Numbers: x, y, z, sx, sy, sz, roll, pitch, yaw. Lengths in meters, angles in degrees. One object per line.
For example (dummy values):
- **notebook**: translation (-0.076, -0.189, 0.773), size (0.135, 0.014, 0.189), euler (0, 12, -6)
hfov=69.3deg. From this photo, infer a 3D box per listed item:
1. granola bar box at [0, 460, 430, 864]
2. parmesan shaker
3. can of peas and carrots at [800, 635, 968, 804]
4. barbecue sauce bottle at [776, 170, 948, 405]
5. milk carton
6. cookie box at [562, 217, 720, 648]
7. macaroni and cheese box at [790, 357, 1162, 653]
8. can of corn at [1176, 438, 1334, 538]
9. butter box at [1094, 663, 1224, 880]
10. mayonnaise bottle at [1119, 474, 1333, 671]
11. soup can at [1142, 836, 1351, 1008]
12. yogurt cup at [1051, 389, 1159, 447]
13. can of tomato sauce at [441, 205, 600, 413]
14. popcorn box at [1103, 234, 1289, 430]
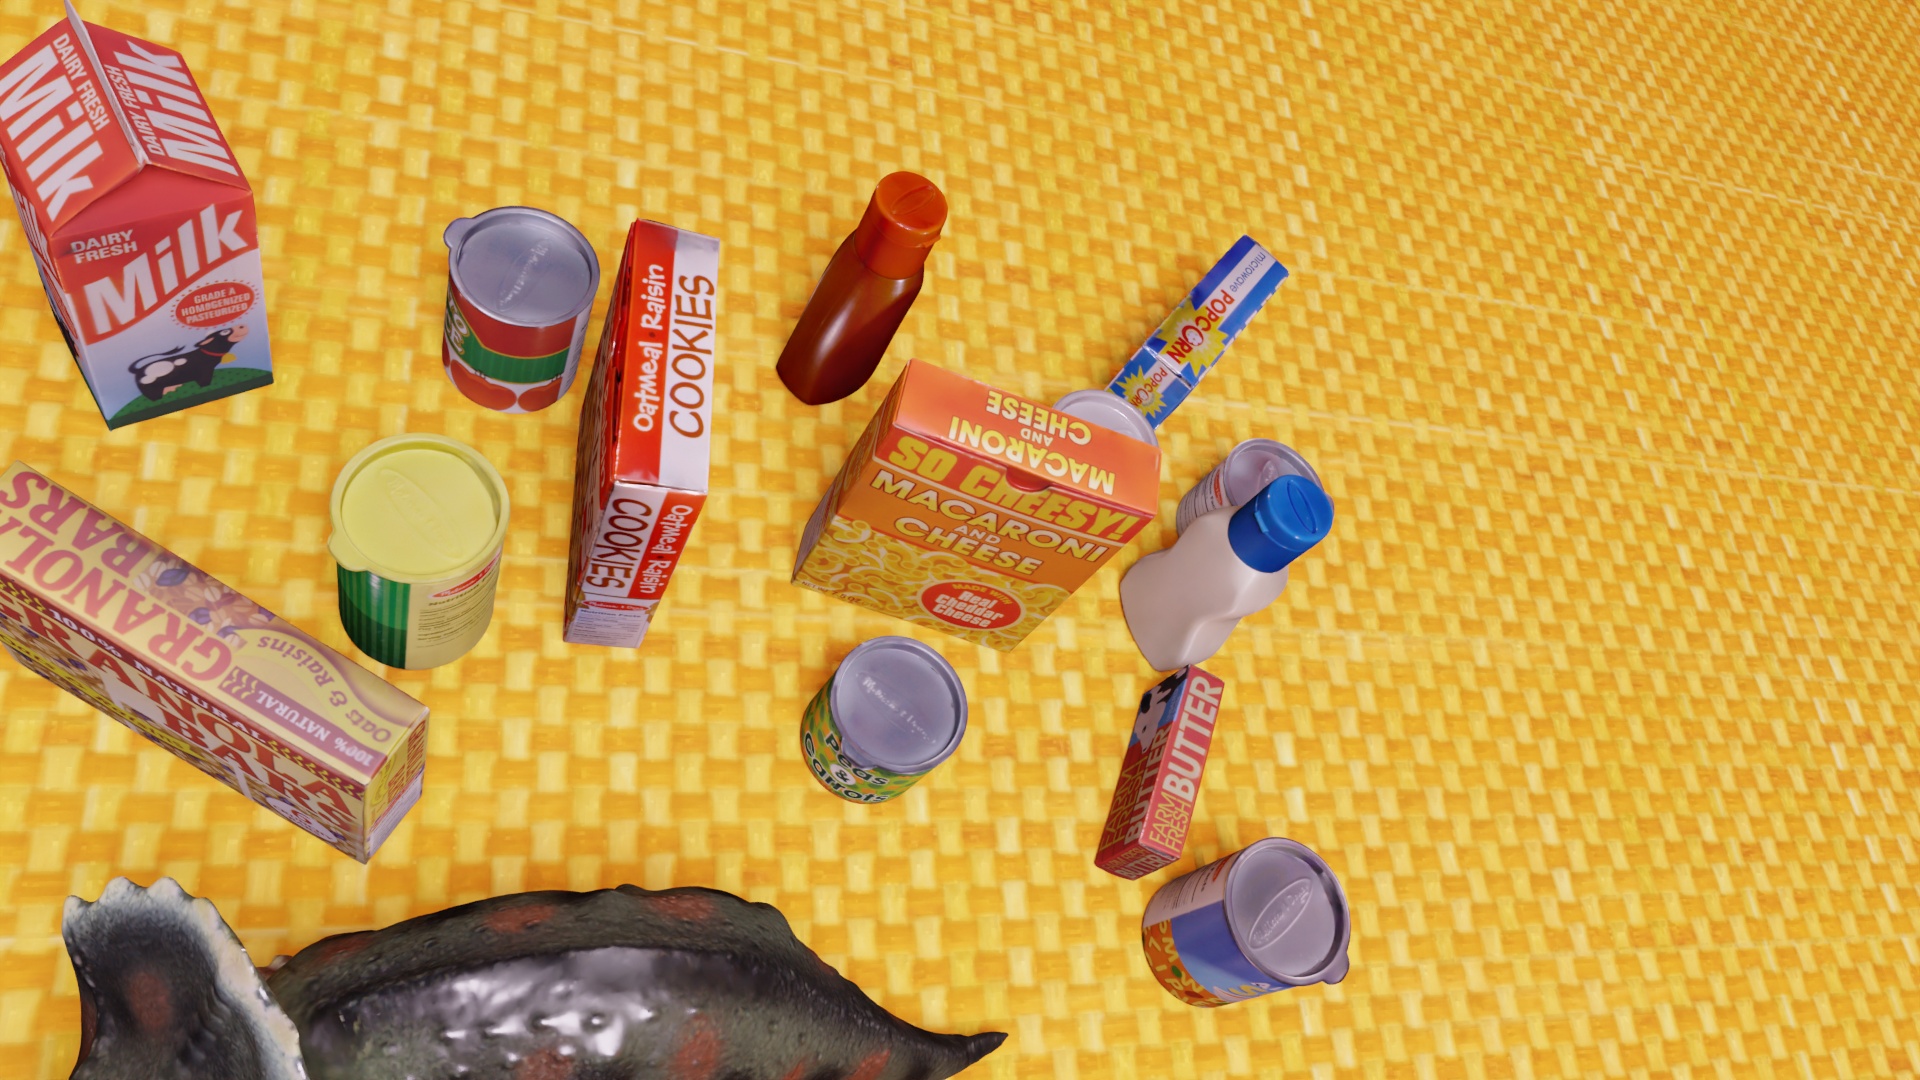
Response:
- **granola bar box**: translation (-0.286, 0.054, 0.528), size (0.165, 0.123, 0.039), euler (33, 57, -5)
- **parmesan shaker**: translation (-0.232, 0.009, 0.587), size (0.071, 0.102, 0.071), euler (10, 62, -18)
- **can of peas and carrots**: translation (-0.039, 0.088, 0.656), size (0.071, 0.058, 0.071), euler (10, 62, -18)
- **barbecue sauce bottle**: translation (-0.048, -0.127, 0.708), size (0.044, 0.148, 0.065), euler (48, 57, 5)
- **milk carton**: translation (-0.333, -0.127, 0.562), size (0.074, 0.189, 0.072), euler (-25, 77, -31)
- **cookie box**: translation (-0.144, -0.040, 0.611), size (0.040, 0.166, 0.123), euler (7, 62, -20)
- **macaroni and cheese box**: translation (0.002, -0.008, 0.658), size (0.124, 0.165, 0.040), euler (19, 59, -14)
- **can of corn**: translation (0.168, -0.015, 0.796), size (0.071, 0.058, 0.071), euler (10, 62, -18)
- **butter box**: translation (0.101, 0.118, 0.703), size (0.024, 0.053, 0.104), euler (27, 57, -8)
- **mayonnaise bottle**: translation (0.135, 0.015, 0.713), size (0.041, 0.147, 0.065), euler (-11, 70, -27)
- **soup can**: translation (0.136, 0.187, 0.664), size (0.071, 0.083, 0.071), euler (10, 62, -18)
- **yogurt cup**: translation (0.069, -0.042, 0.771), size (0.072, 0.053, 0.072), euler (10, 61, -18)
- **can of tomato sauce**: translation (-0.215, -0.109, 0.667), size (0.071, 0.082, 0.071), euler (10, 62, -18)
- **popcorn box**: translation (0.132, -0.114, 0.815), size (0.038, 0.085, 0.127), euler (42, 56, 1)
